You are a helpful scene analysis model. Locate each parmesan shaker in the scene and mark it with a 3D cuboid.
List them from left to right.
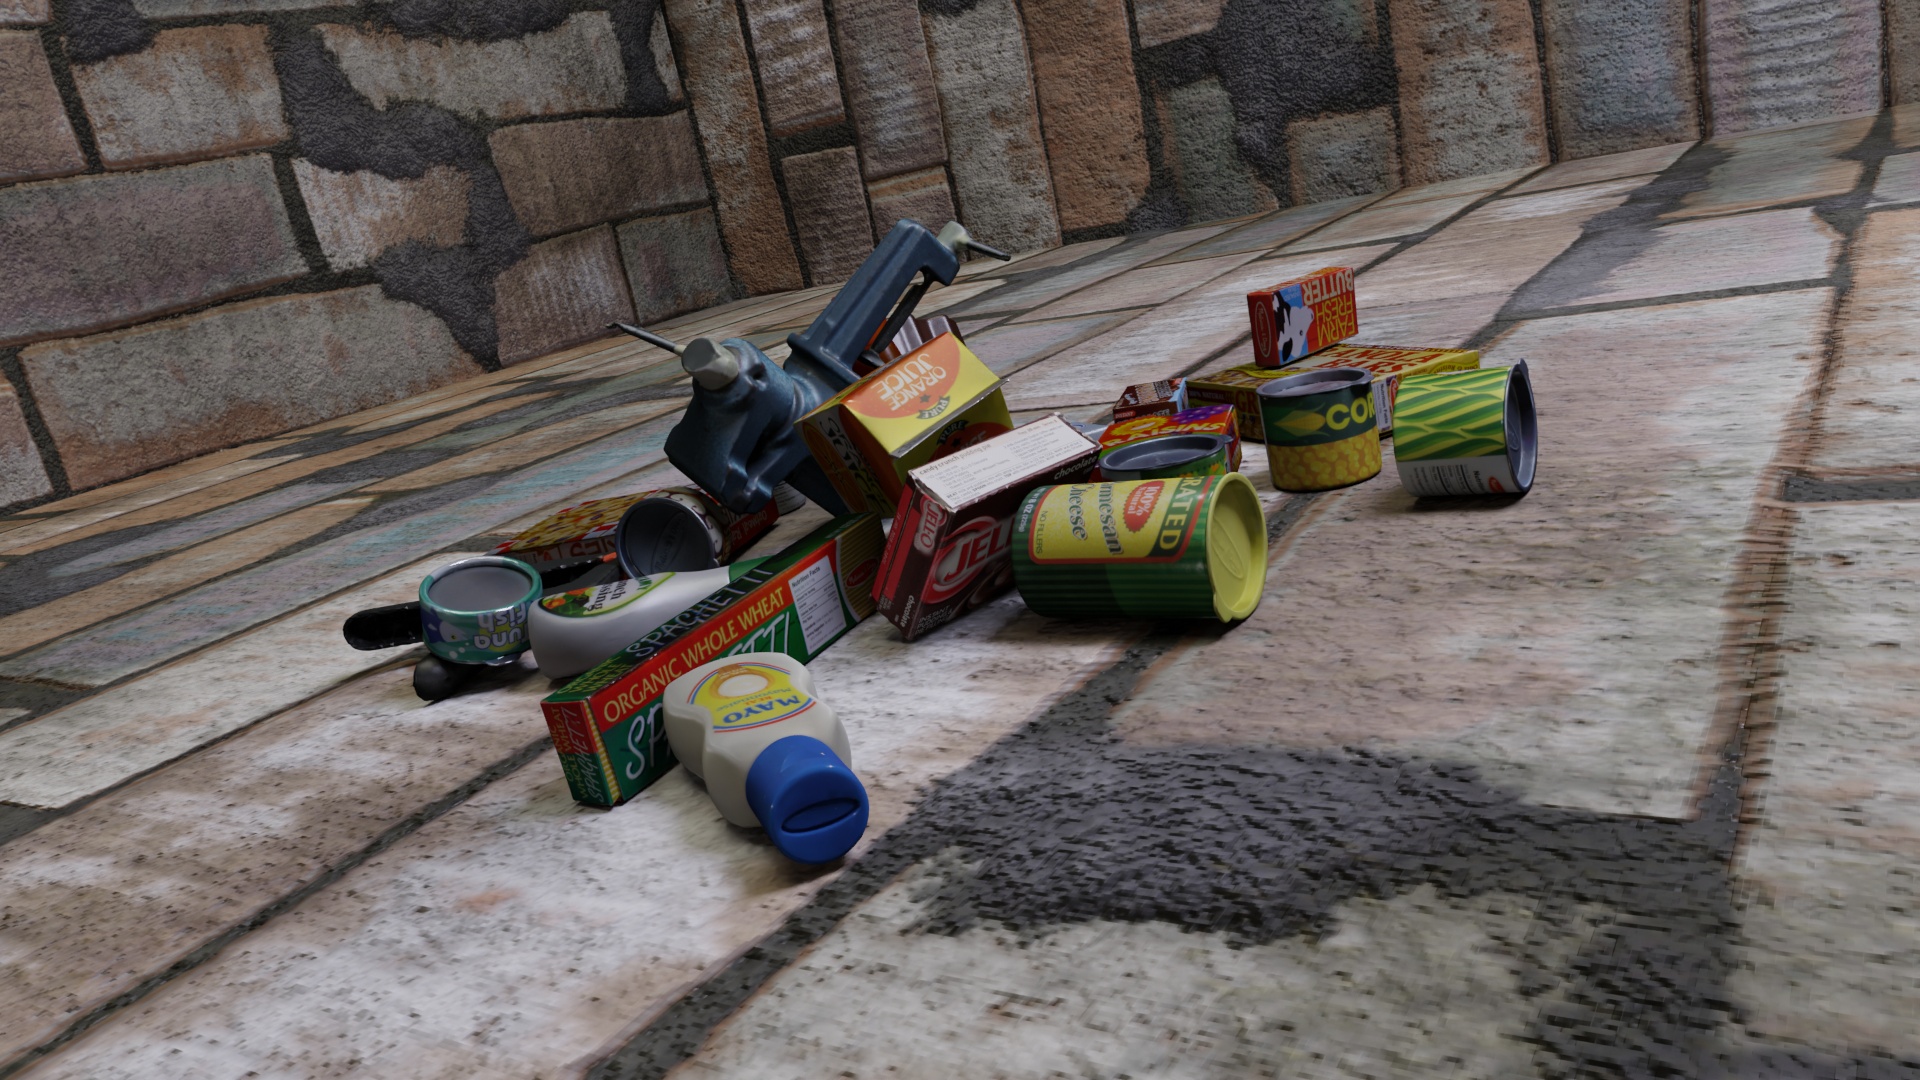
[{"bbox_3d":[0.082,0.006,0.649,0.103,0.071,0.071,-2,18,34],"label":"parmesan shaker"}]

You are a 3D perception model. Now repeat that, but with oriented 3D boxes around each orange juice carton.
[{"bbox_3d":[-0.030,-0.060,0.767,0.072,0.073,0.192,-35,9,-13],"label":"orange juice carton"}]

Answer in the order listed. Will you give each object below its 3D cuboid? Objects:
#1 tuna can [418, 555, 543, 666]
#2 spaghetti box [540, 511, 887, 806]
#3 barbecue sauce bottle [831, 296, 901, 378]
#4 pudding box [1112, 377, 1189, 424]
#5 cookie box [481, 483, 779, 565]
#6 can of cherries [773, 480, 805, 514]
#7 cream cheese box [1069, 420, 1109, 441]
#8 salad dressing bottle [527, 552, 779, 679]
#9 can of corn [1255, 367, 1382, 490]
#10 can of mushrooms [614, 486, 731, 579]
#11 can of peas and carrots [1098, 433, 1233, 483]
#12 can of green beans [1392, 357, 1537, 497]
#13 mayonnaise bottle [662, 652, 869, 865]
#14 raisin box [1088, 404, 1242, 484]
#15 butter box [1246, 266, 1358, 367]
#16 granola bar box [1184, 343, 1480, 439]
[{"bbox_3d":[-0.266,0.039,0.776,0.071,0.032,0.071,4,29,-2],"label":"tuna can"},{"bbox_3d":[-0.104,0.047,0.674,0.028,0.050,0.251,-6,16,29],"label":"spaghetti box"},{"bbox_3d":[-0.060,-0.109,1.019,0.065,0.148,0.044,-5,17,29],"label":"barbecue sauce bottle"},{"bbox_3d":[0.145,-0.097,1.040,0.049,0.030,0.084,-7,16,17],"label":"pudding box"},{"bbox_3d":[-0.227,-0.002,0.976,0.167,0.040,0.123,-9,15,18],"label":"cookie box"},{"bbox_3d":[-0.158,-0.050,1.056,0.071,0.058,0.072,-12,16,4],"label":"can of cherries"},{"bbox_3d":[0.054,-0.059,0.986,0.104,0.024,0.053,-19,17,-23],"label":"cream cheese box"},{"bbox_3d":[-0.158,0.038,0.761,0.148,0.044,0.064,-13,15,-2],"label":"salad dressing bottle"},{"bbox_3d":[0.213,-0.066,0.817,0.071,0.058,0.071,-11,15,3],"label":"can of corn"},{"bbox_3d":[-0.178,0.002,0.874,0.071,0.071,0.033,-9,14,15],"label":"can of mushrooms"},{"bbox_3d":[0.113,-0.020,0.730,0.071,0.058,0.071,-11,15,3],"label":"can of peas and carrots"},{"bbox_3d":[0.264,-0.056,0.727,0.058,0.071,0.071,-2,18,35],"label":"can of green beans"},{"bbox_3d":[-0.074,0.082,0.540,0.065,0.041,0.148,-15,14,-19],"label":"mayonnaise bottle"},{"bbox_3d":[0.126,-0.048,0.860,0.086,0.040,0.124,-8,15,18],"label":"raisin box"},{"bbox_3d":[0.247,-0.162,0.998,0.104,0.053,0.024,-23,20,-38],"label":"butter box"},{"bbox_3d":[0.252,-0.102,0.955,0.124,0.039,0.165,-17,15,-19],"label":"granola bar box"}]
